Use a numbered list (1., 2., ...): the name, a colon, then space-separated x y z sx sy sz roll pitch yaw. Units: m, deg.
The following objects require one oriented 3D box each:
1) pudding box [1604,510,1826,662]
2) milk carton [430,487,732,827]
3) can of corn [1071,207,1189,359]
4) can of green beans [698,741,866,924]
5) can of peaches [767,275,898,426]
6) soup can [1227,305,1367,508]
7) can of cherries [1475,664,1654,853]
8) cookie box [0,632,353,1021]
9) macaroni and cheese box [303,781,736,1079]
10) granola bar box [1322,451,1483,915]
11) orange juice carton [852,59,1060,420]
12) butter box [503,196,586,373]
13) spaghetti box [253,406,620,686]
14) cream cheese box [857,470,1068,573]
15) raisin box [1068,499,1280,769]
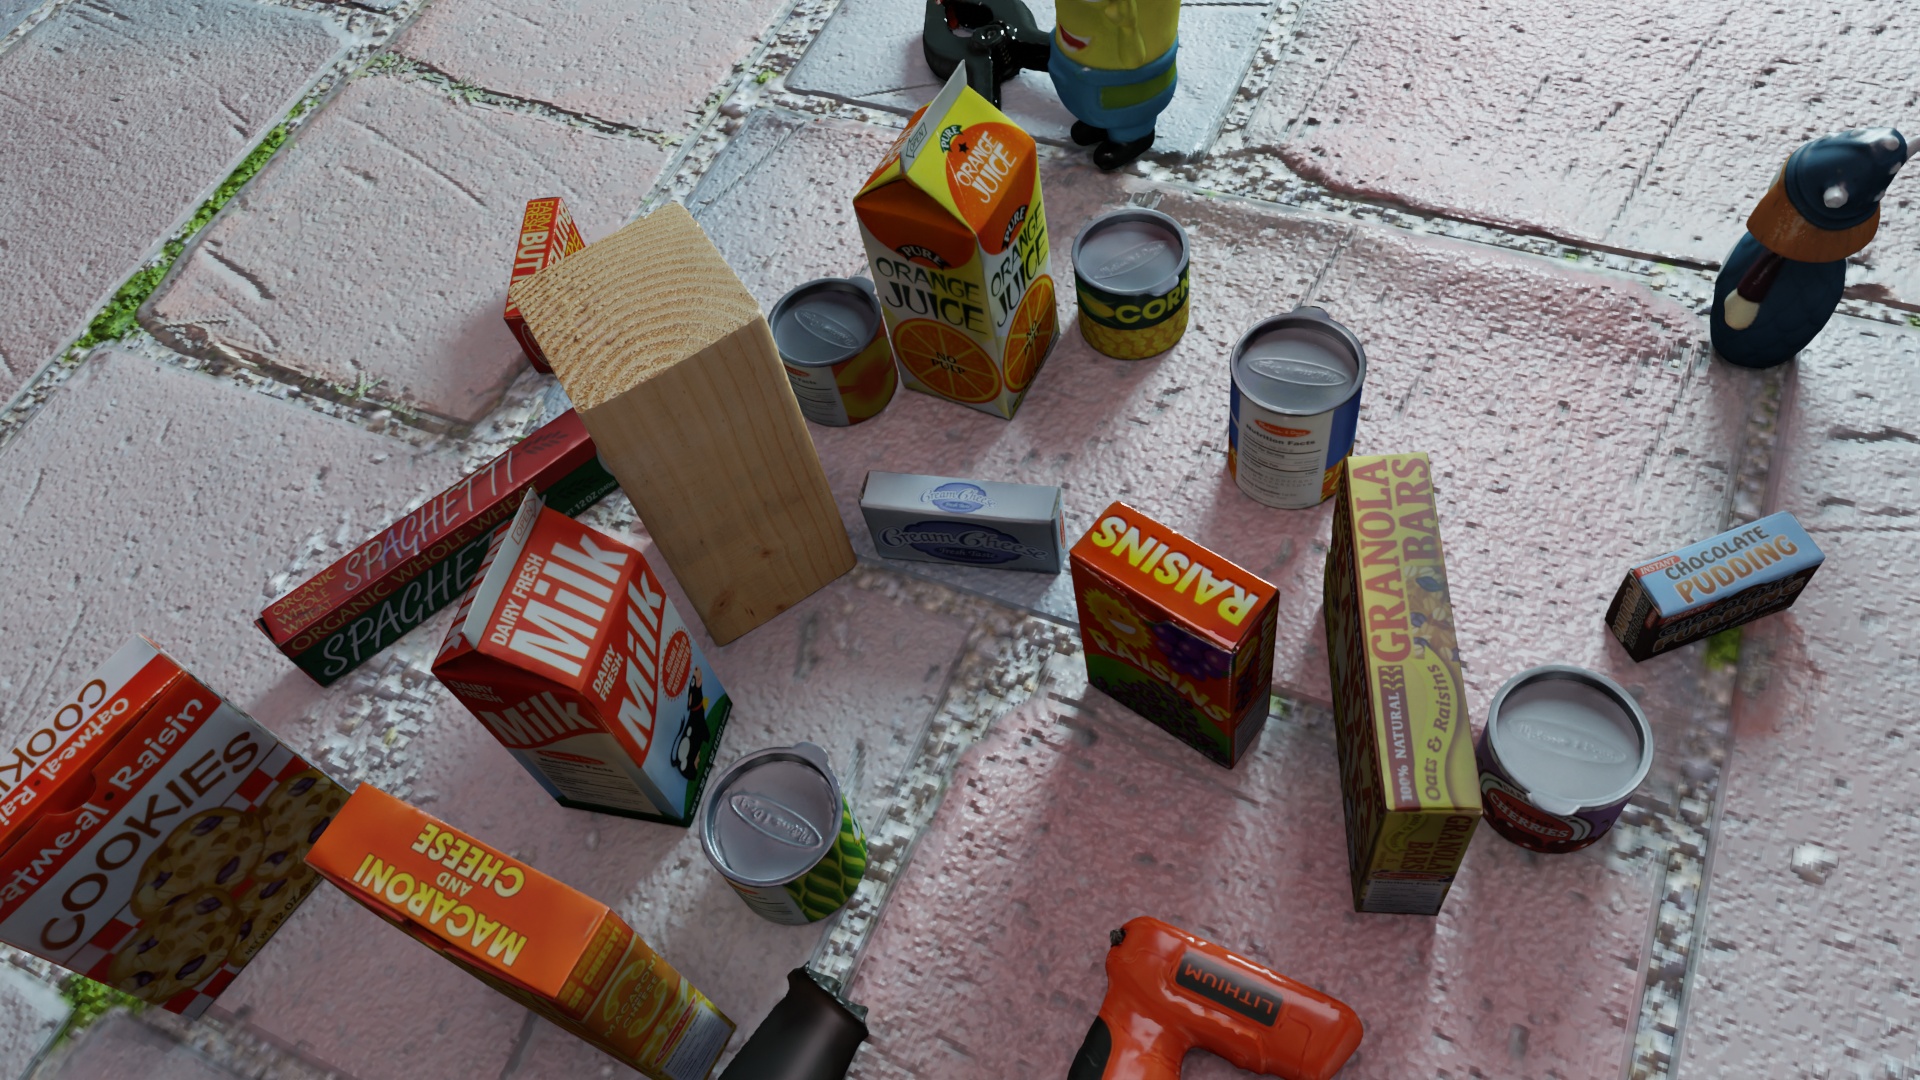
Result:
1. pudding box: 0.352 0.022 0.651 0.084 0.049 0.030 -19 56 -3
2. milk carton: -0.171 0.058 0.630 0.073 0.189 0.073 6 59 14
3. can of corn: 0.100 -0.145 0.797 0.071 0.058 0.071 -4 57 7
4. can of green beans: -0.080 0.137 0.642 0.071 0.057 0.071 -4 57 7
5. can of peaches: -0.071 -0.110 0.802 0.071 0.057 0.071 -4 57 7
6. soup can: 0.173 -0.068 0.719 0.071 0.083 0.072 -4 57 7
7. can of cherries: 0.261 0.099 0.611 0.071 0.058 0.072 -4 57 7
8. cookie box: -0.356 0.134 0.624 0.040 0.166 0.123 27 65 24
9. macaroni and cheese box: -0.173 0.170 0.571 0.124 0.165 0.040 20 63 21
10. granola bar box: 0.187 0.064 0.606 0.039 0.123 0.166 -2 57 9
11. orange juice carton: 0.000 -0.157 0.740 0.073 0.191 0.072 20 63 21
12. butter box: -0.258 -0.161 0.869 0.024 0.053 0.104 -6 56 6
13. spaghetti box: -0.264 -0.011 0.774 0.251 0.050 0.029 -37 59 -15
14. cream cheese box: 0.003 -0.009 0.727 0.104 0.053 0.024 6 59 13
15. raisin box: 0.097 0.045 0.634 0.086 0.122 0.040 32 68 26
